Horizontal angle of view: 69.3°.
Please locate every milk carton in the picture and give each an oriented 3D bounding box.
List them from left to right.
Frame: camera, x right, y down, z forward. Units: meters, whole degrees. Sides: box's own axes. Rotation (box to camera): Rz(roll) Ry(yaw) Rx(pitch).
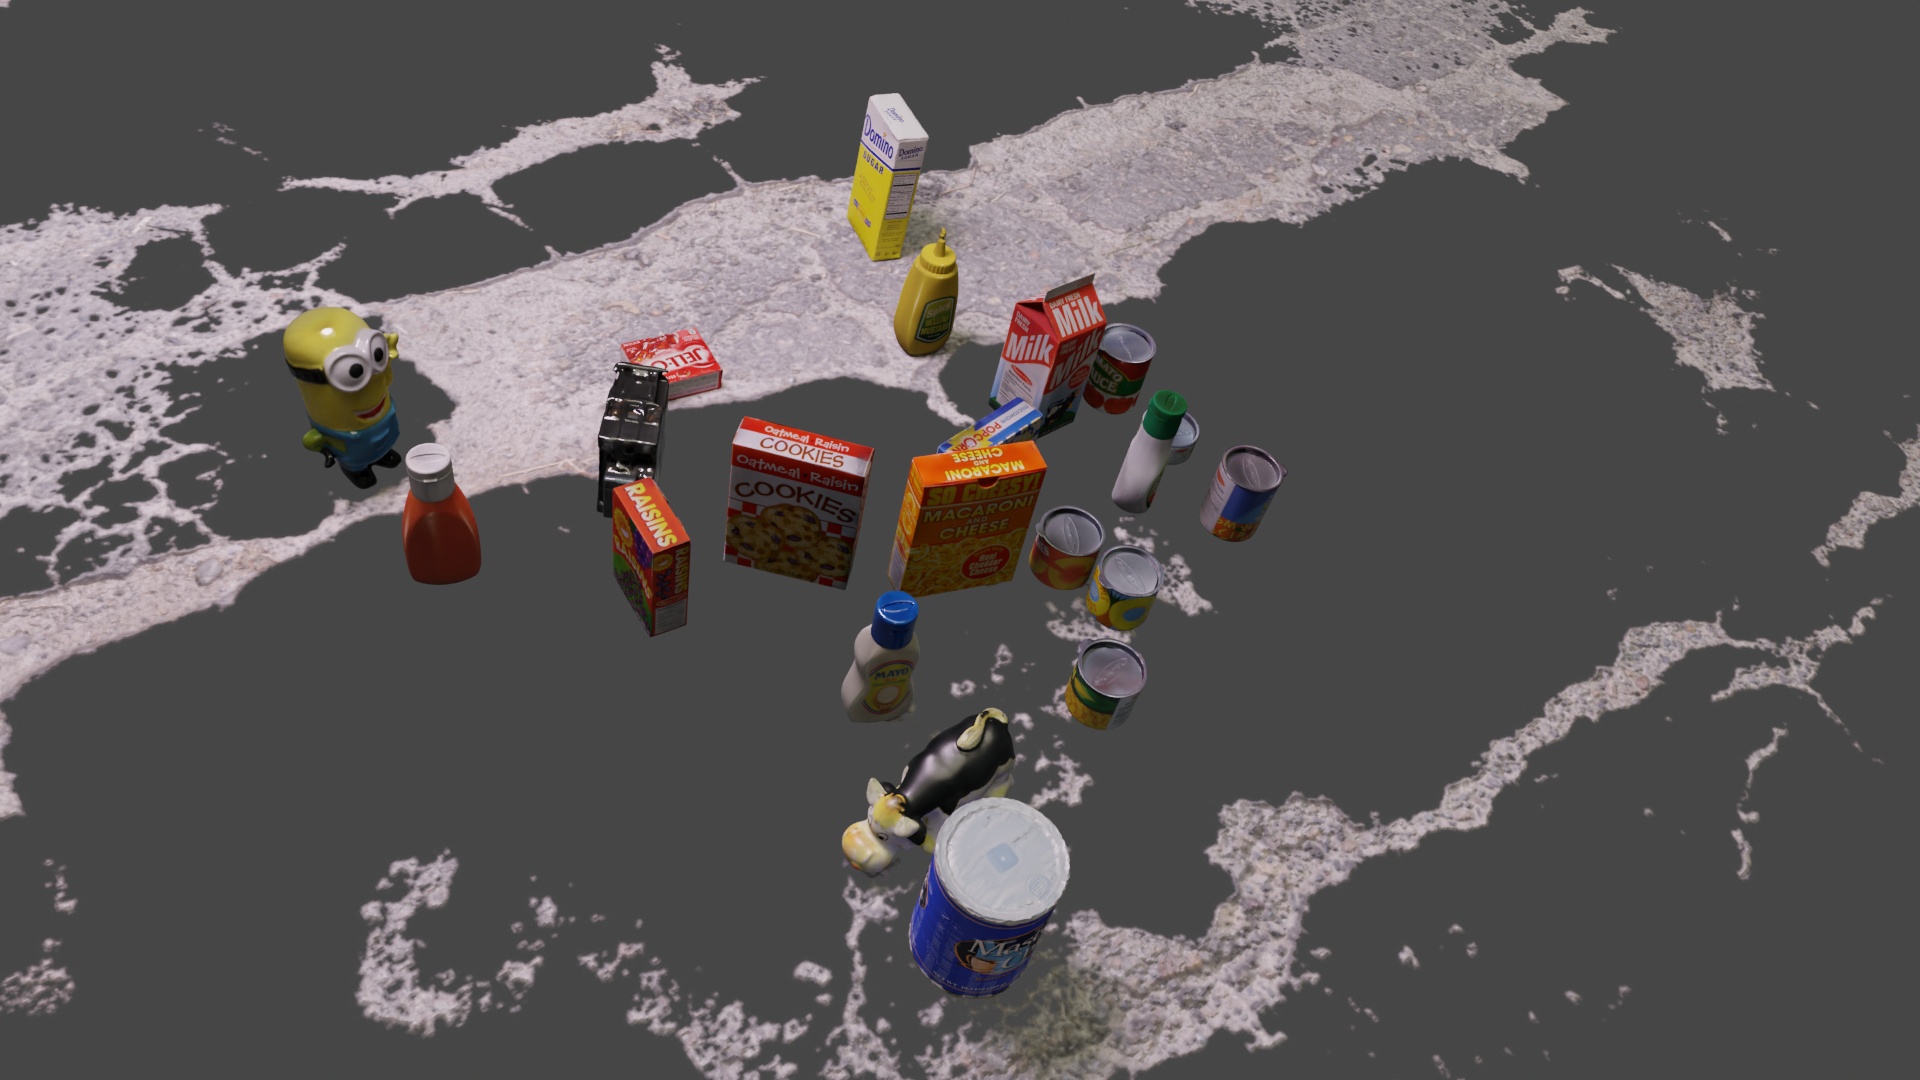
[{"bbox_3d":[0.096,-0.204,1.490,0.072,0.189,0.073,-27,60,-31],"label":"milk carton"}]

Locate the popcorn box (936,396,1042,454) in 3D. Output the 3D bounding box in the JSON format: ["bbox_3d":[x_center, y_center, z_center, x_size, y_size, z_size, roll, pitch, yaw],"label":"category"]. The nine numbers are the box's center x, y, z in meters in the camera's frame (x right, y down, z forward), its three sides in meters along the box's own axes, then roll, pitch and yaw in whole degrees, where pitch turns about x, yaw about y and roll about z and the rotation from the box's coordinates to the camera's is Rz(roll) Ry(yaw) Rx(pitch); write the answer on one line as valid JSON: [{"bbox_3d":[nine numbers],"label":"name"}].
[{"bbox_3d":[0.025,-0.085,1.440,0.038,0.084,0.127,40,53,21],"label":"popcorn box"}]

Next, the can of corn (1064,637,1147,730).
[{"bbox_3d":[0.133,0.133,1.293,0.071,0.058,0.071,7,48,-7],"label":"can of corn"}]

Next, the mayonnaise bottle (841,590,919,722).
[{"bbox_3d":[-0.065,0.103,1.212,0.065,0.147,0.041,-8,52,-19],"label":"mayonnaise bottle"}]

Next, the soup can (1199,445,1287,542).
[{"bbox_3d":[0.299,-0.049,1.474,0.071,0.083,0.072,7,48,-7],"label":"soup can"}]

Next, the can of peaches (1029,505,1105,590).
[{"bbox_3d":[0.104,0.008,1.396,0.071,0.057,0.071,7,48,-7],"label":"can of peaches"}]

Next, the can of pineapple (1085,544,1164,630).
[{"bbox_3d":[0.160,0.047,1.375,0.071,0.057,0.071,7,48,-7],"label":"can of pineapple"}]

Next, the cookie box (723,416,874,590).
[{"bbox_3d":[-0.153,-0.033,1.297,0.123,0.166,0.040,14,48,-1],"label":"cookie box"}]

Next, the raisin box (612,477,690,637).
[{"bbox_3d":[-0.279,0.016,1.255,0.040,0.122,0.086,-20,57,-28],"label":"raisin box"}]

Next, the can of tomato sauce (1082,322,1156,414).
[{"bbox_3d":[0.176,-0.193,1.572,0.071,0.082,0.071,7,48,-7],"label":"can of tomato sauce"}]

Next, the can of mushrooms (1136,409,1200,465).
[{"bbox_3d":[0.231,-0.120,1.554,0.071,0.033,0.071,7,48,-7],"label":"can of mushrooms"}]

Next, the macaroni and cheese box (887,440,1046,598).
[{"bbox_3d":[0.005,-0.017,1.321,0.124,0.165,0.040,-10,53,-21],"label":"macaroni and cheese box"}]

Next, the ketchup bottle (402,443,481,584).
[{"bbox_3d":[-0.462,-0.022,1.228,0.065,0.148,0.044,-7,52,-19],"label":"ketchup bottle"}]

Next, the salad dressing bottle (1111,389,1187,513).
[{"bbox_3d":[0.197,-0.092,1.445,0.044,0.146,0.064,22,48,6],"label":"salad dressing bottle"}]

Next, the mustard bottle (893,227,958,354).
[{"bbox_3d":[-0.033,-0.279,1.546,0.065,0.159,0.049,-19,56,-27],"label":"mustard bottle"}]
